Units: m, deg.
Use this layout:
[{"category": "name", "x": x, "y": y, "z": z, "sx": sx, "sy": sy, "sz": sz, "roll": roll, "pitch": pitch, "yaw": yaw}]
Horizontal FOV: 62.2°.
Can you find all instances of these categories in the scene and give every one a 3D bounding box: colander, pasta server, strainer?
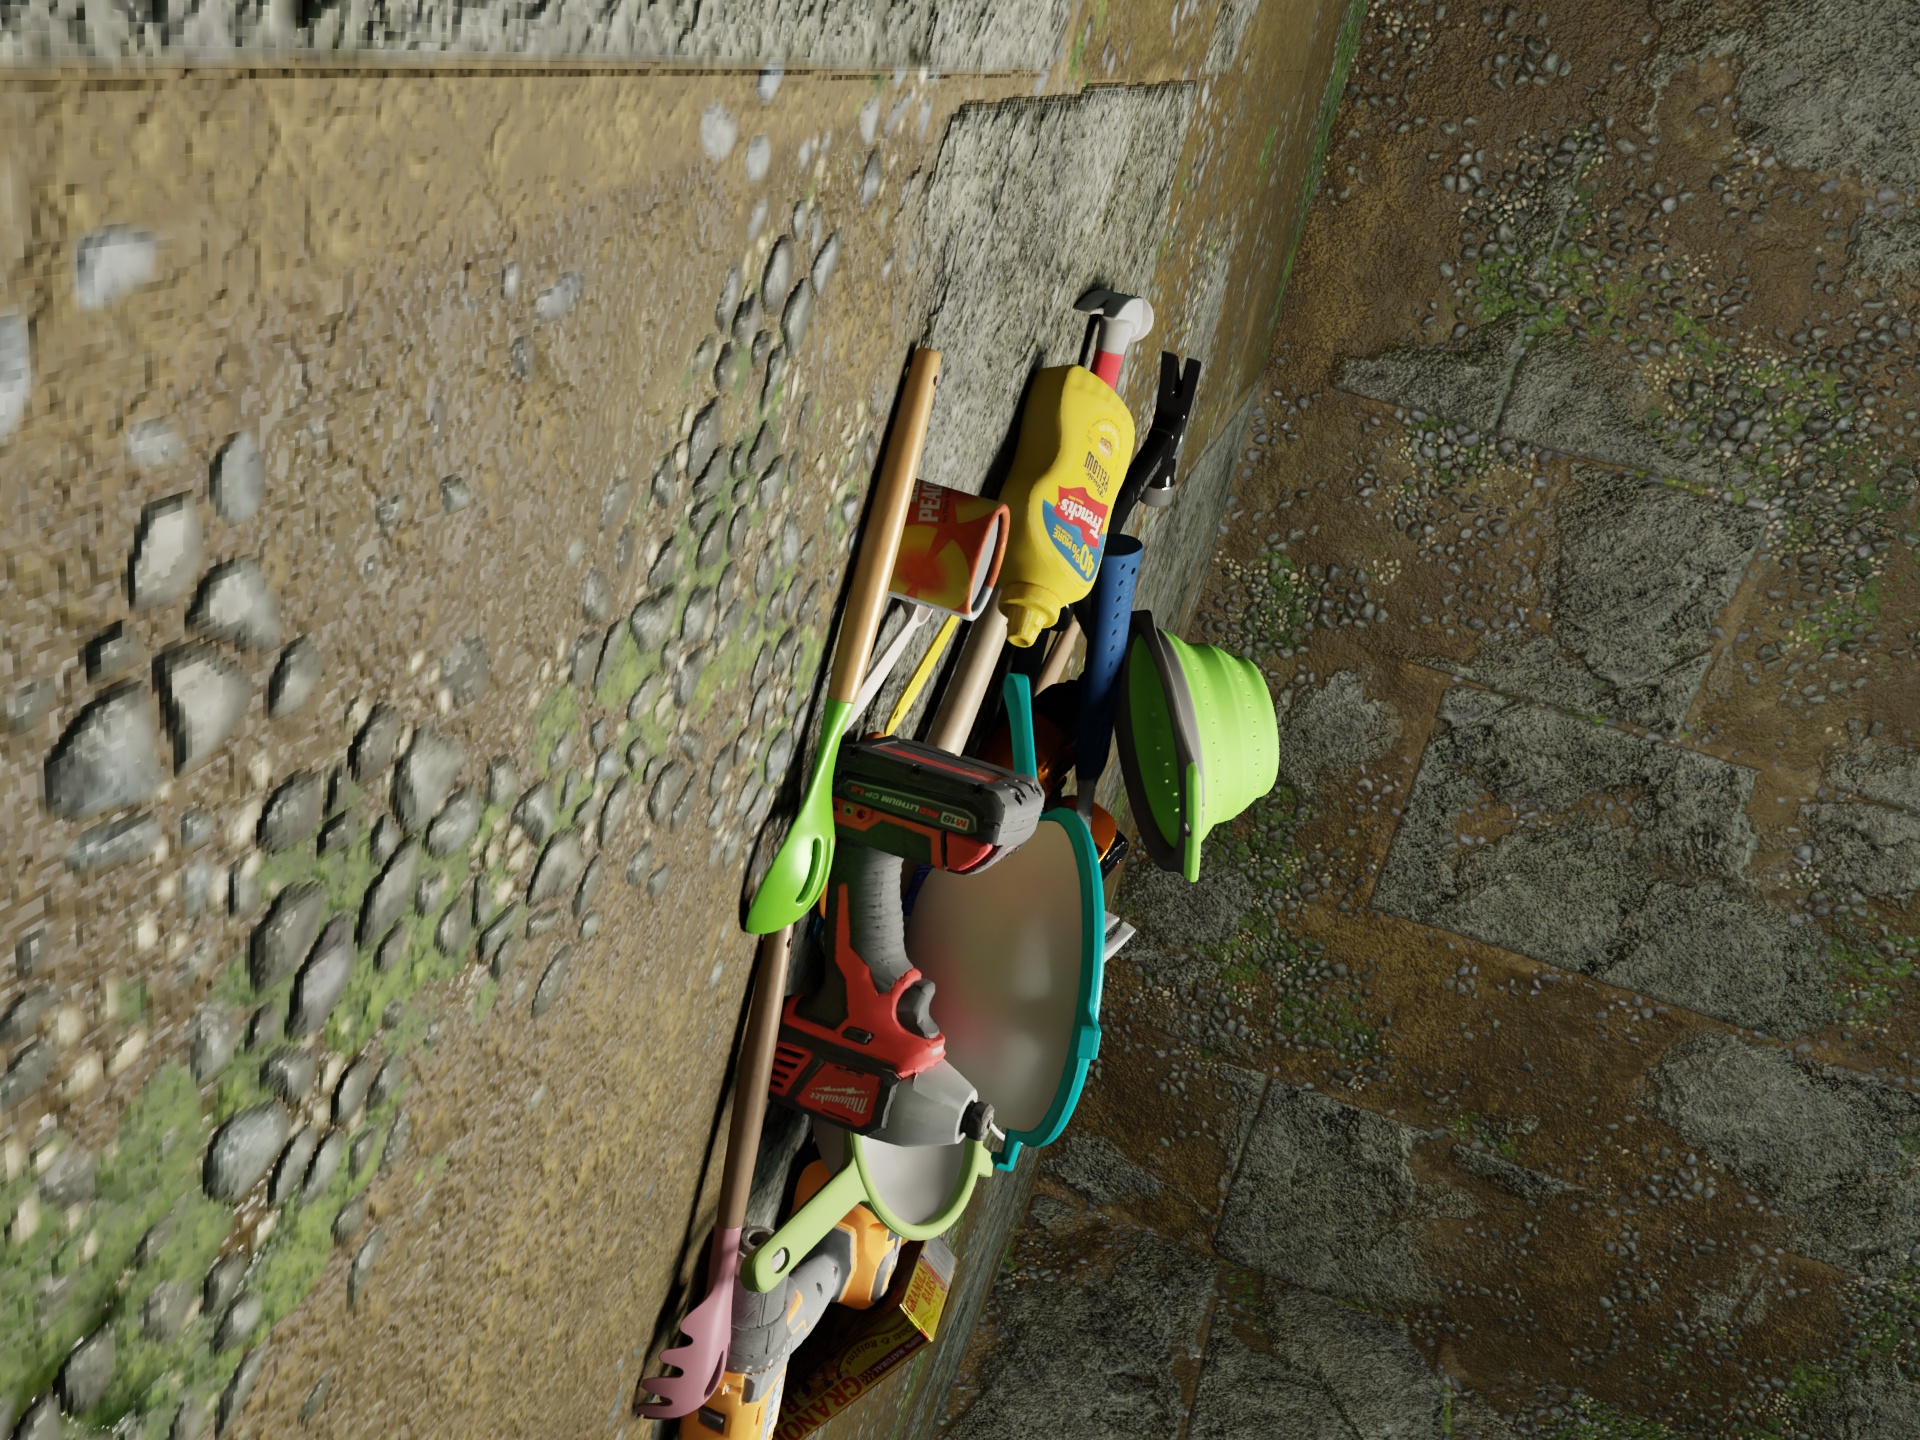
[{"category": "colander", "x": 0.171, "y": -0.035, "z": 1.300, "sx": 0.398, "sy": 0.094, "sz": 0.204, "roll": -109, "pitch": -168, "yaw": -54}, {"category": "pasta server", "x": -0.133, "y": 0.256, "z": 0.894, "sx": 0.060, "sy": 0.040, "sz": 0.316, "roll": -33, "pitch": 136, "yaw": -73}, {"category": "strainer", "x": 0.012, "y": 0.103, "z": 1.030, "sx": 0.210, "sy": 0.095, "sz": 0.341, "roll": 113, "pitch": -20, "yaw": -51}, {"category": "strainer", "x": -0.076, "y": 0.279, "z": 1.003, "sx": 0.256, "sy": 0.069, "sz": 0.151, "roll": -32, "pitch": 106, "yaw": -56}]

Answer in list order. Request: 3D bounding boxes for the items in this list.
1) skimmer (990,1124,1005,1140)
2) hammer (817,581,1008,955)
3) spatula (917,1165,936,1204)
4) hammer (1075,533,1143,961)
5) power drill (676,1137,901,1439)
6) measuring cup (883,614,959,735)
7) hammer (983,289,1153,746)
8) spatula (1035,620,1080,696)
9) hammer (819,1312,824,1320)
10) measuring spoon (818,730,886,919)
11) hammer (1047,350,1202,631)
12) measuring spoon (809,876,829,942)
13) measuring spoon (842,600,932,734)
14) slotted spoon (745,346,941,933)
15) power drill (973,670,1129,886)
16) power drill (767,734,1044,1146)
[{"category": "skimmer", "x": 0.033, "y": 0.250, "z": 1.447, "sx": 0.363, "sy": 0.090, "sz": 0.127, "roll": -117, "pitch": -176, "yaw": -72}, {"category": "hammer", "x": -0.002, "y": -0.004, "z": 1.099, "sx": 0.146, "sy": 0.038, "sz": 0.411, "roll": 86, "pitch": 24, "yaw": -66}, {"category": "spatula", "x": -0.003, "y": 0.256, "z": 1.211, "sx": 0.323, "sy": 0.041, "sz": 0.081, "roll": -80, "pitch": -179, "yaw": -62}, {"category": "hammer", "x": 0.101, "y": 0.047, "z": 1.226, "sx": 0.144, "sy": 0.035, "sz": 0.405, "roll": -26, "pitch": 132, "yaw": -41}, {"category": "power drill", "x": -0.108, "y": 0.364, "z": 1.051, "sx": 0.226, "sy": 0.084, "sz": 0.185, "roll": -42, "pitch": 147, "yaw": -61}, {"category": "measuring cup", "x": -0.019, "y": -0.060, "z": 0.960, "sx": 0.156, "sy": 0.029, "sz": 0.062, "roll": -62, "pitch": 166, "yaw": -21}, {"category": "hammer", "x": 0.075, "y": -0.142, "z": 1.252, "sx": 0.143, "sy": 0.038, "sz": 0.386, "roll": -39, "pitch": 145, "yaw": -68}, {"category": "spatula", "x": 0.053, "y": 0.015, "z": 1.443, "sx": 0.059, "sy": 0.018, "sz": 0.316, "roll": 94, "pitch": 19, "yaw": -48}, {"category": "hammer", "x": -0.062, "y": 0.288, "z": 1.257, "sx": 0.149, "sy": 0.037, "sz": 0.359, "roll": 83, "pitch": 27, "yaw": -65}, {"category": "measuring spoon", "x": -0.062, "y": 0.063, "z": 0.939, "sx": 0.021, "sy": 0.011, "sz": 0.117, "roll": 14, "pitch": 94, "yaw": -36}, {"category": "hammer", "x": 0.125, "y": -0.172, "z": 1.257, "sx": 0.335, "sy": 0.035, "sz": 0.146, "roll": -56, "pitch": 160, "yaw": -49}, {"category": "measuring spoon", "x": -0.061, "y": 0.075, "z": 0.961, "sx": 0.042, "sy": 0.021, "sz": 0.129, "roll": 55, "pitch": 53, "yaw": -76}, {"category": "measuring spoon", "x": -0.045, "y": -0.040, "z": 0.897, "sx": 0.124, "sy": 0.018, "sz": 0.034, "roll": -58, "pitch": 163, "yaw": -28}, {"category": "slotted spoon", "x": -0.055, "y": -0.035, "z": 0.814, "sx": 0.070, "sy": 0.031, "sz": 0.314, "roll": -12, "pitch": 118, "yaw": -75}, {"category": "power drill", "x": 0.074, "y": 0.068, "z": 1.306, "sx": 0.164, "sy": 0.084, "sz": 0.226, "roll": -49, "pitch": 149, "yaw": -19}, {"category": "power drill", "x": -0.030, "y": 0.129, "z": 0.891, "sx": 0.078, "sy": 0.143, "sz": 0.219, "roll": -12, "pitch": 117, "yaw": -70}]
